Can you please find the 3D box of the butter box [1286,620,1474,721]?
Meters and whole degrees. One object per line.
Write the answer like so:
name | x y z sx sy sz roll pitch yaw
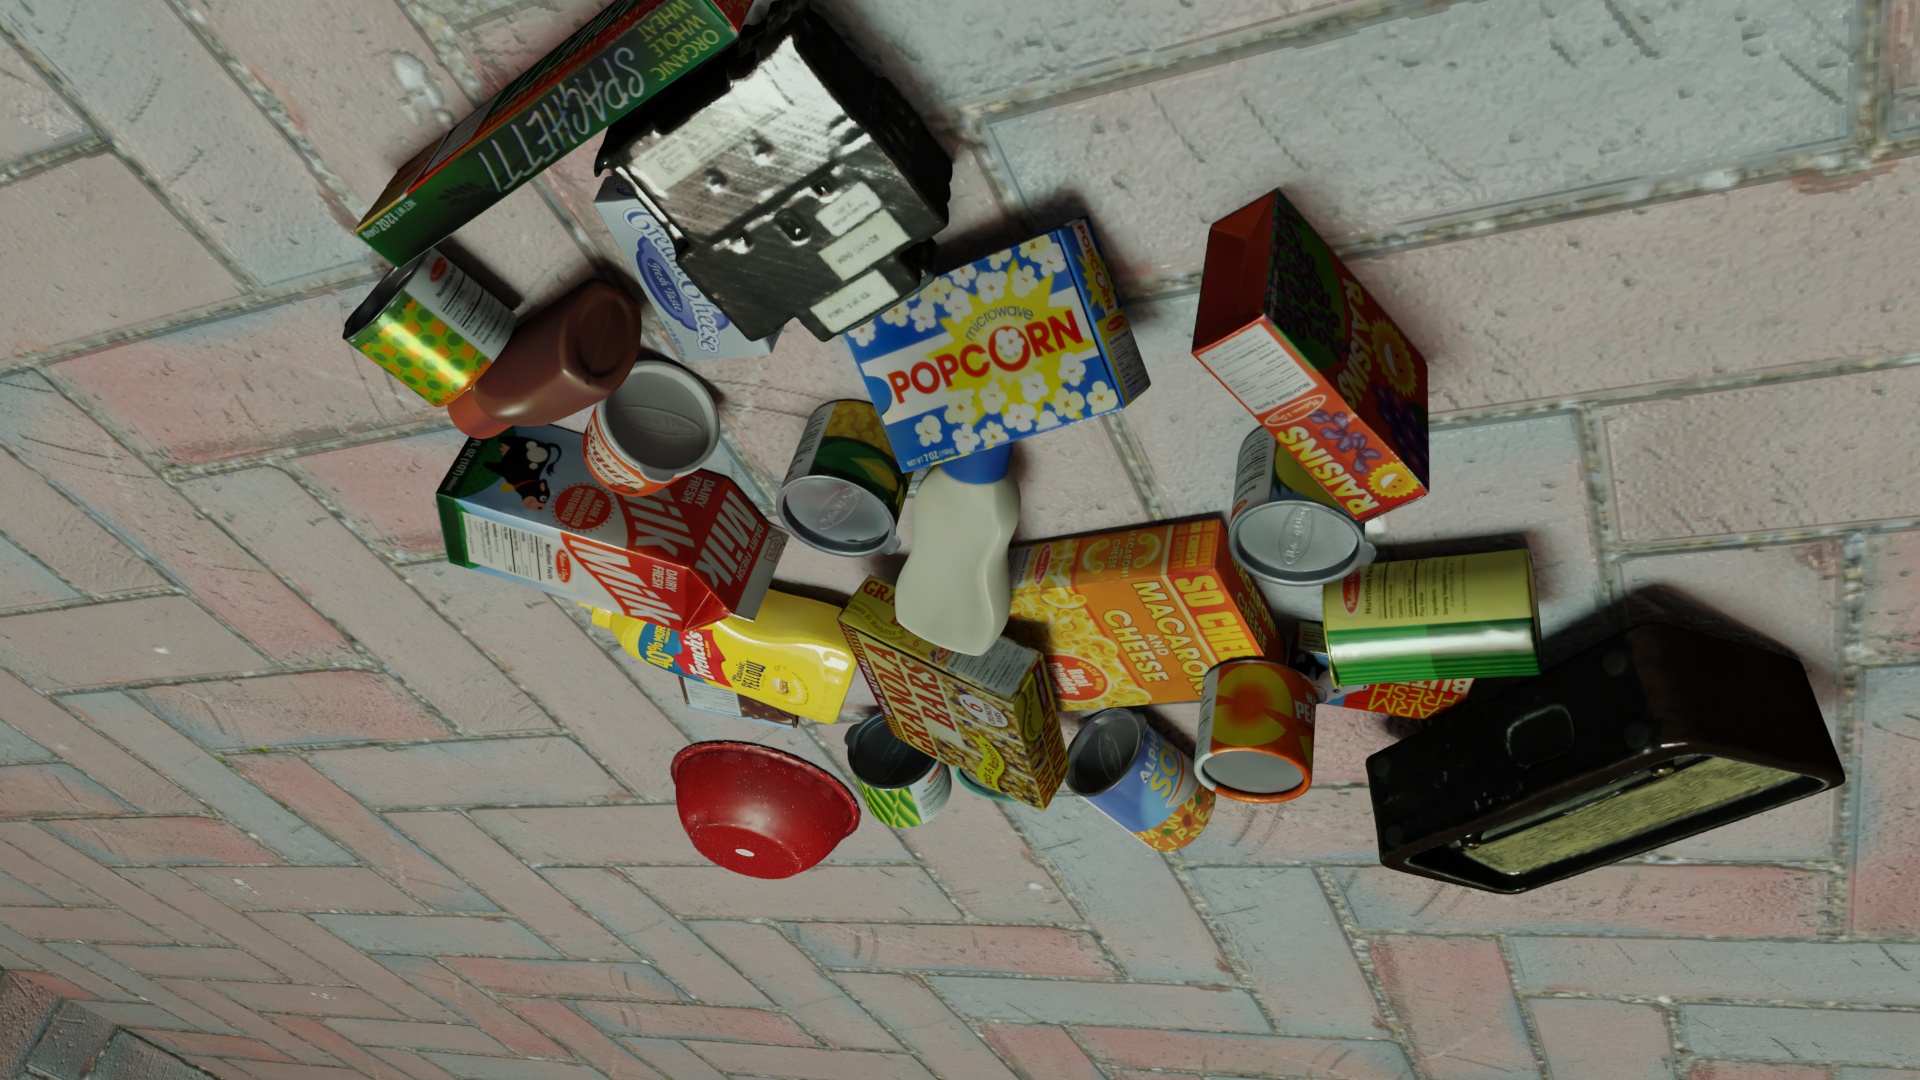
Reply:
butter box | 0.246 0.078 0.819 0.103 0.024 0.052 8 142 9

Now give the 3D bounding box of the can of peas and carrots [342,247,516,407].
can of peas and carrots | -0.278 -0.111 0.727 0.070 0.071 0.058 -21 130 37

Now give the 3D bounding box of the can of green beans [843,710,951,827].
can of green beans | -0.042 0.162 0.988 0.071 0.071 0.057 4 141 14

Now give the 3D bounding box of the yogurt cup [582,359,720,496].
yogurt cup | -0.173 -0.058 0.761 0.072 0.073 0.053 31 148 -19

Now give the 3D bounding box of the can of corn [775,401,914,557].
can of corn | -0.058 -0.032 0.757 0.071 0.058 0.070 9 142 8

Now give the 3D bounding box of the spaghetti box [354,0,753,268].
spaghetti box | -0.182 -0.189 0.611 0.249 0.050 0.028 -18 133 35

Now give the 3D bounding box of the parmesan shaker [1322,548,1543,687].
parmesan shaker | 0.251 0.044 0.736 0.103 0.072 0.071 -6 137 25

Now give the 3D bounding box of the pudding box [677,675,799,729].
pudding box | -0.154 0.103 0.981 0.084 0.030 0.049 9 141 7

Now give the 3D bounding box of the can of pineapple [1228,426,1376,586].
can of pineapple | 0.171 -0.018 0.696 0.071 0.058 0.070 9 142 8

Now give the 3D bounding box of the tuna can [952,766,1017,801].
tuna can | 0.028 0.156 0.983 0.071 0.033 0.070 9 141 8

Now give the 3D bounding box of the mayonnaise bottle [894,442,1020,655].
mayonnaise bottle | 0.003 -0.009 0.749 0.065 0.041 0.147 22 126 18

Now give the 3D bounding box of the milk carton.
milk carton | -0.203 -0.006 0.829 0.191 0.073 0.073 17 142 -1

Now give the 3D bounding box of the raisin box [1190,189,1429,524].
raisin box | 0.155 -0.078 0.604 0.040 0.086 0.123 -27 126 39

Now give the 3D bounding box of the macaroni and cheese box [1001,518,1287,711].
macaroni and cheese box | 0.093 0.048 0.820 0.166 0.040 0.123 -9 137 29

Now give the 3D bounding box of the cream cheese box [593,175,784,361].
cream cheese box | -0.131 -0.135 0.683 0.053 0.024 0.103 -3 139 20

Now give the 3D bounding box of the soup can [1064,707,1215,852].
soup can | 0.123 0.159 0.930 0.071 0.072 0.083 -25 128 40

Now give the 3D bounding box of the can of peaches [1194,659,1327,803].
can of peaches | 0.170 0.110 0.789 0.071 0.058 0.071 10 144 7

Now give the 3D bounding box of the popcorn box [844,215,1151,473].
popcorn box | 0.015 -0.089 0.649 0.126 0.038 0.085 -15 104 33

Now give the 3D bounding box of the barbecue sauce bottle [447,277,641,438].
barbecue sauce bottle | -0.228 -0.089 0.744 0.043 0.065 0.148 29 151 -36

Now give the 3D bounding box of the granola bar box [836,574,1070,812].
granola bar box | -0.001 0.099 0.869 0.124 0.039 0.164 23 155 24
